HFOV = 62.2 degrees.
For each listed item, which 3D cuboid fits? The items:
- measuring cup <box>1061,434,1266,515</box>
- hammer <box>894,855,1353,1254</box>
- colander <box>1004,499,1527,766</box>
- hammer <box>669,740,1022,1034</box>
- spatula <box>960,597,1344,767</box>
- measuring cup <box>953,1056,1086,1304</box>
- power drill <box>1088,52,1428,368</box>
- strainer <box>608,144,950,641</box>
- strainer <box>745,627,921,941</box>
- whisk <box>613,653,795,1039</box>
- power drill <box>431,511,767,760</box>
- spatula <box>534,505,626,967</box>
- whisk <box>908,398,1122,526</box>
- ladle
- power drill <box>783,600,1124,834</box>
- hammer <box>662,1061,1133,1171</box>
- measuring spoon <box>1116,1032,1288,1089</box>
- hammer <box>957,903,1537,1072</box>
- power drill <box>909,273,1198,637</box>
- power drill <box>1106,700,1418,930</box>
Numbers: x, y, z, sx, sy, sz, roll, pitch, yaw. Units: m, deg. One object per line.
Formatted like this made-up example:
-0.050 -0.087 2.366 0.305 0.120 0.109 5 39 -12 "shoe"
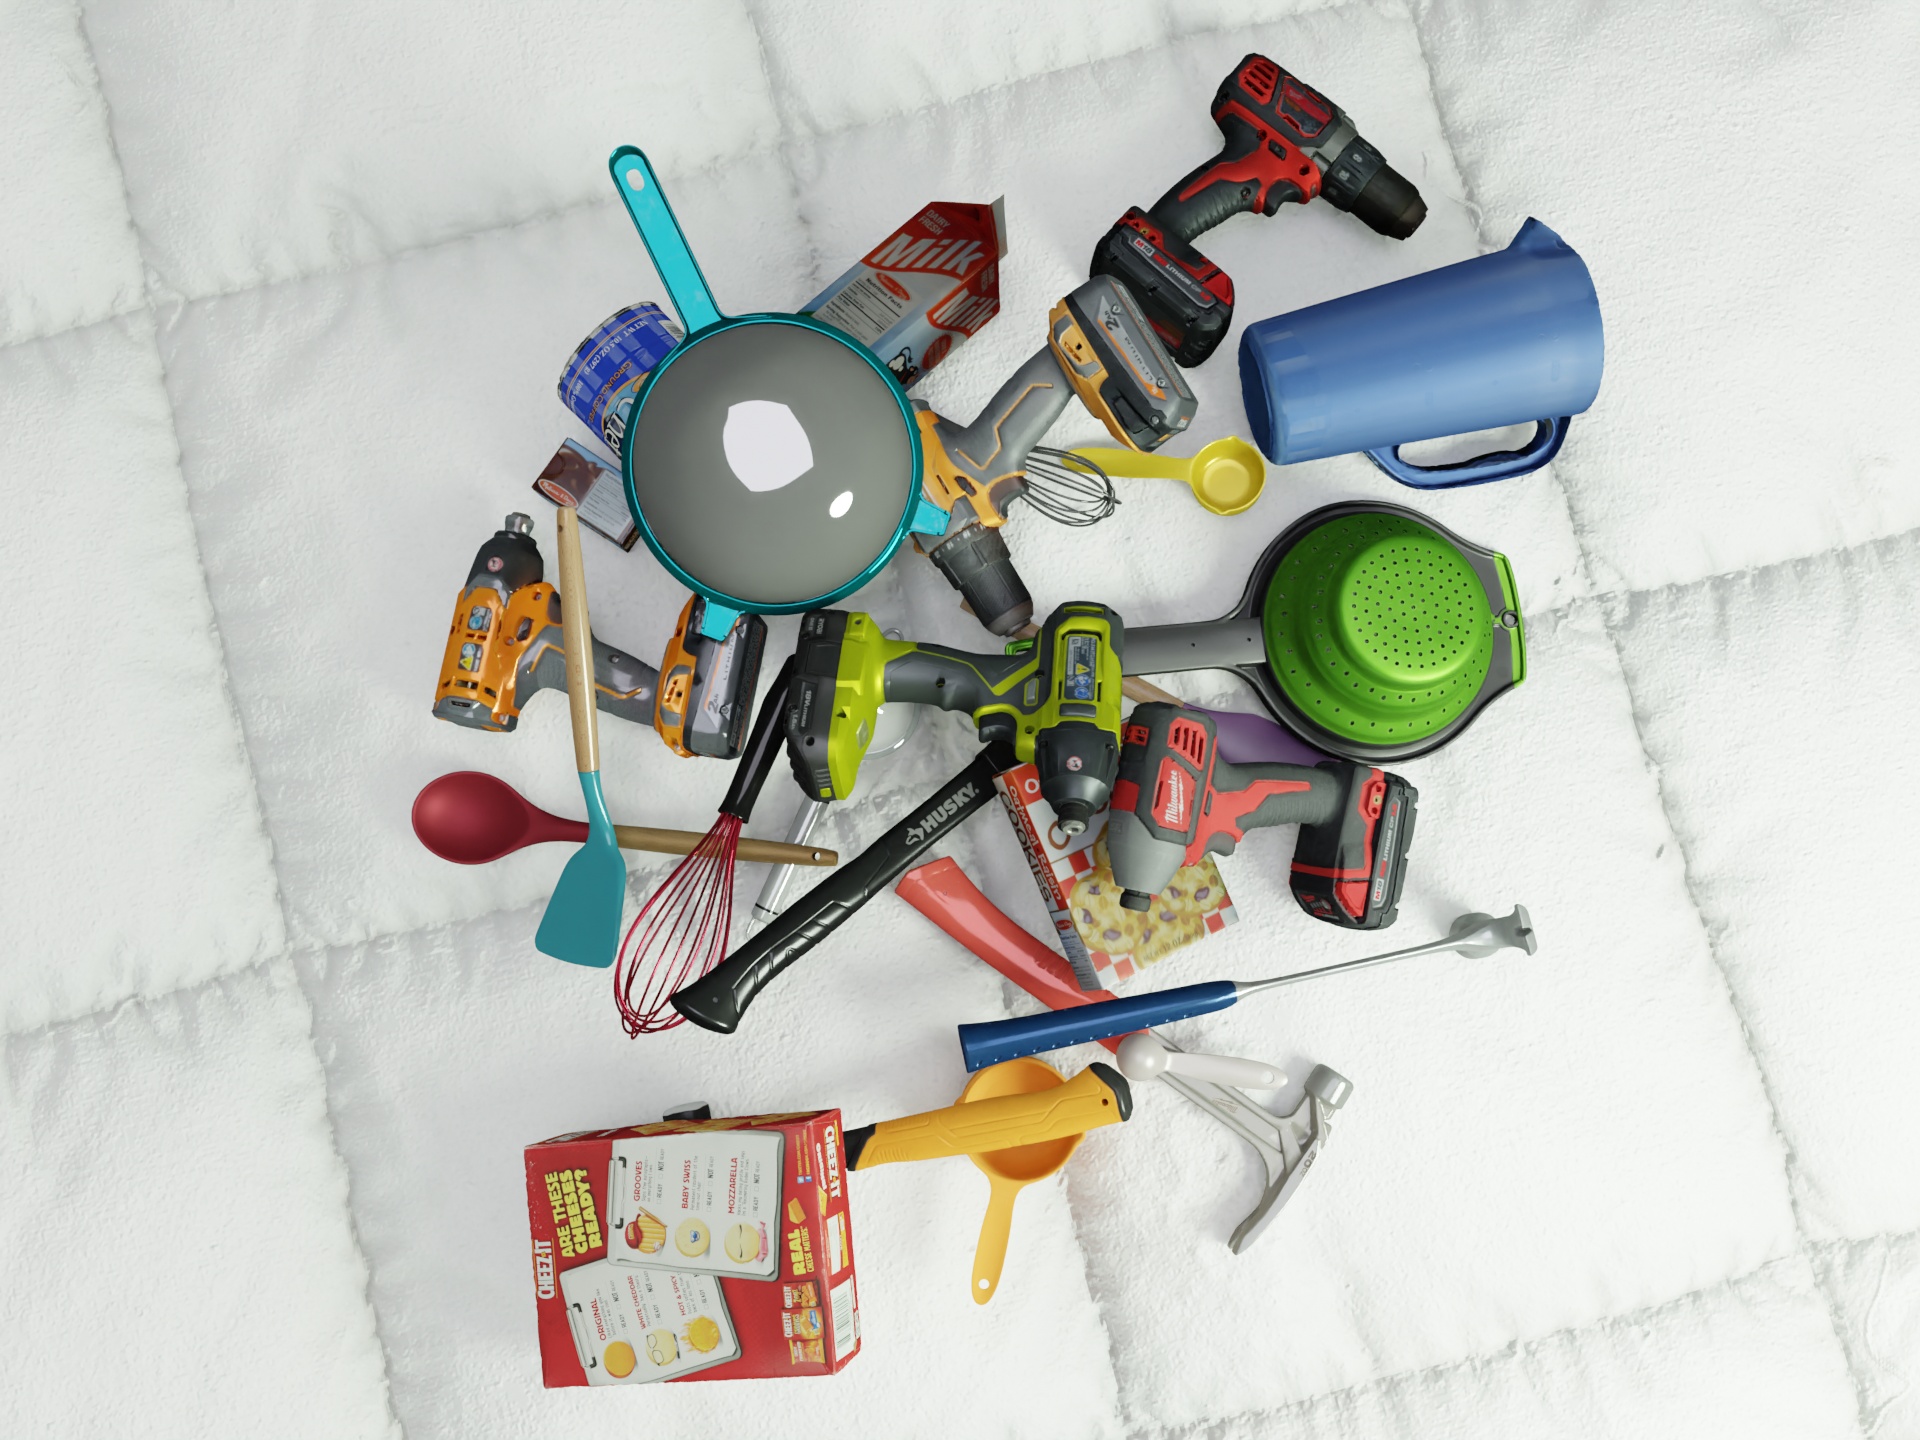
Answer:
0.156 -0.190 1.220 0.156 0.029 0.062 8 83 12 "measuring cup"
0.100 0.224 1.158 0.359 0.036 0.149 35 84 3 "hammer"
0.233 -0.065 1.152 0.397 0.094 0.204 -5 82 -5 "colander"
-0.065 0.100 1.117 0.335 0.035 0.146 -38 88 -25 "hammer"
0.141 -0.017 1.196 0.316 0.018 0.060 28 81 2 "spatula"
0.032 0.325 1.137 0.095 0.052 0.174 13 85 1 "measuring cup"
0.229 -0.378 1.216 0.188 0.080 0.227 40 81 4 "power drill"
-0.155 -0.233 1.068 0.211 0.095 0.340 -26 98 -3 "strainer"
-0.099 0.047 1.178 0.087 0.050 0.258 25 87 -2 "strainer"
-0.168 0.086 1.119 0.073 0.073 0.296 22 76 2 "whisk"
-0.263 -0.061 1.170 0.226 0.084 0.164 9 83 5 "power drill"
-0.268 0.012 1.105 0.082 0.044 0.317 6 104 35 "spatula"
0.012 -0.208 1.209 0.239 0.055 0.055 25 83 7 "whisk"
-0.245 0.084 1.164 0.315 0.031 0.069 6 85 6 "ladle"
-0.002 -0.003 1.091 0.223 0.080 0.171 2 57 6 "power drill"
-0.043 0.301 1.107 0.337 0.034 0.127 -15 83 13 "hammer"
0.173 0.246 1.129 0.124 0.018 0.034 9 83 -1 "measuring spoon"
0.199 0.184 1.099 0.405 0.144 0.035 -11 80 -4 "hammer"
0.057 -0.184 1.135 0.226 0.084 0.185 -32 87 21 "power drill"
0.204 0.078 1.114 0.219 0.078 0.143 14 85 -22 "power drill"
